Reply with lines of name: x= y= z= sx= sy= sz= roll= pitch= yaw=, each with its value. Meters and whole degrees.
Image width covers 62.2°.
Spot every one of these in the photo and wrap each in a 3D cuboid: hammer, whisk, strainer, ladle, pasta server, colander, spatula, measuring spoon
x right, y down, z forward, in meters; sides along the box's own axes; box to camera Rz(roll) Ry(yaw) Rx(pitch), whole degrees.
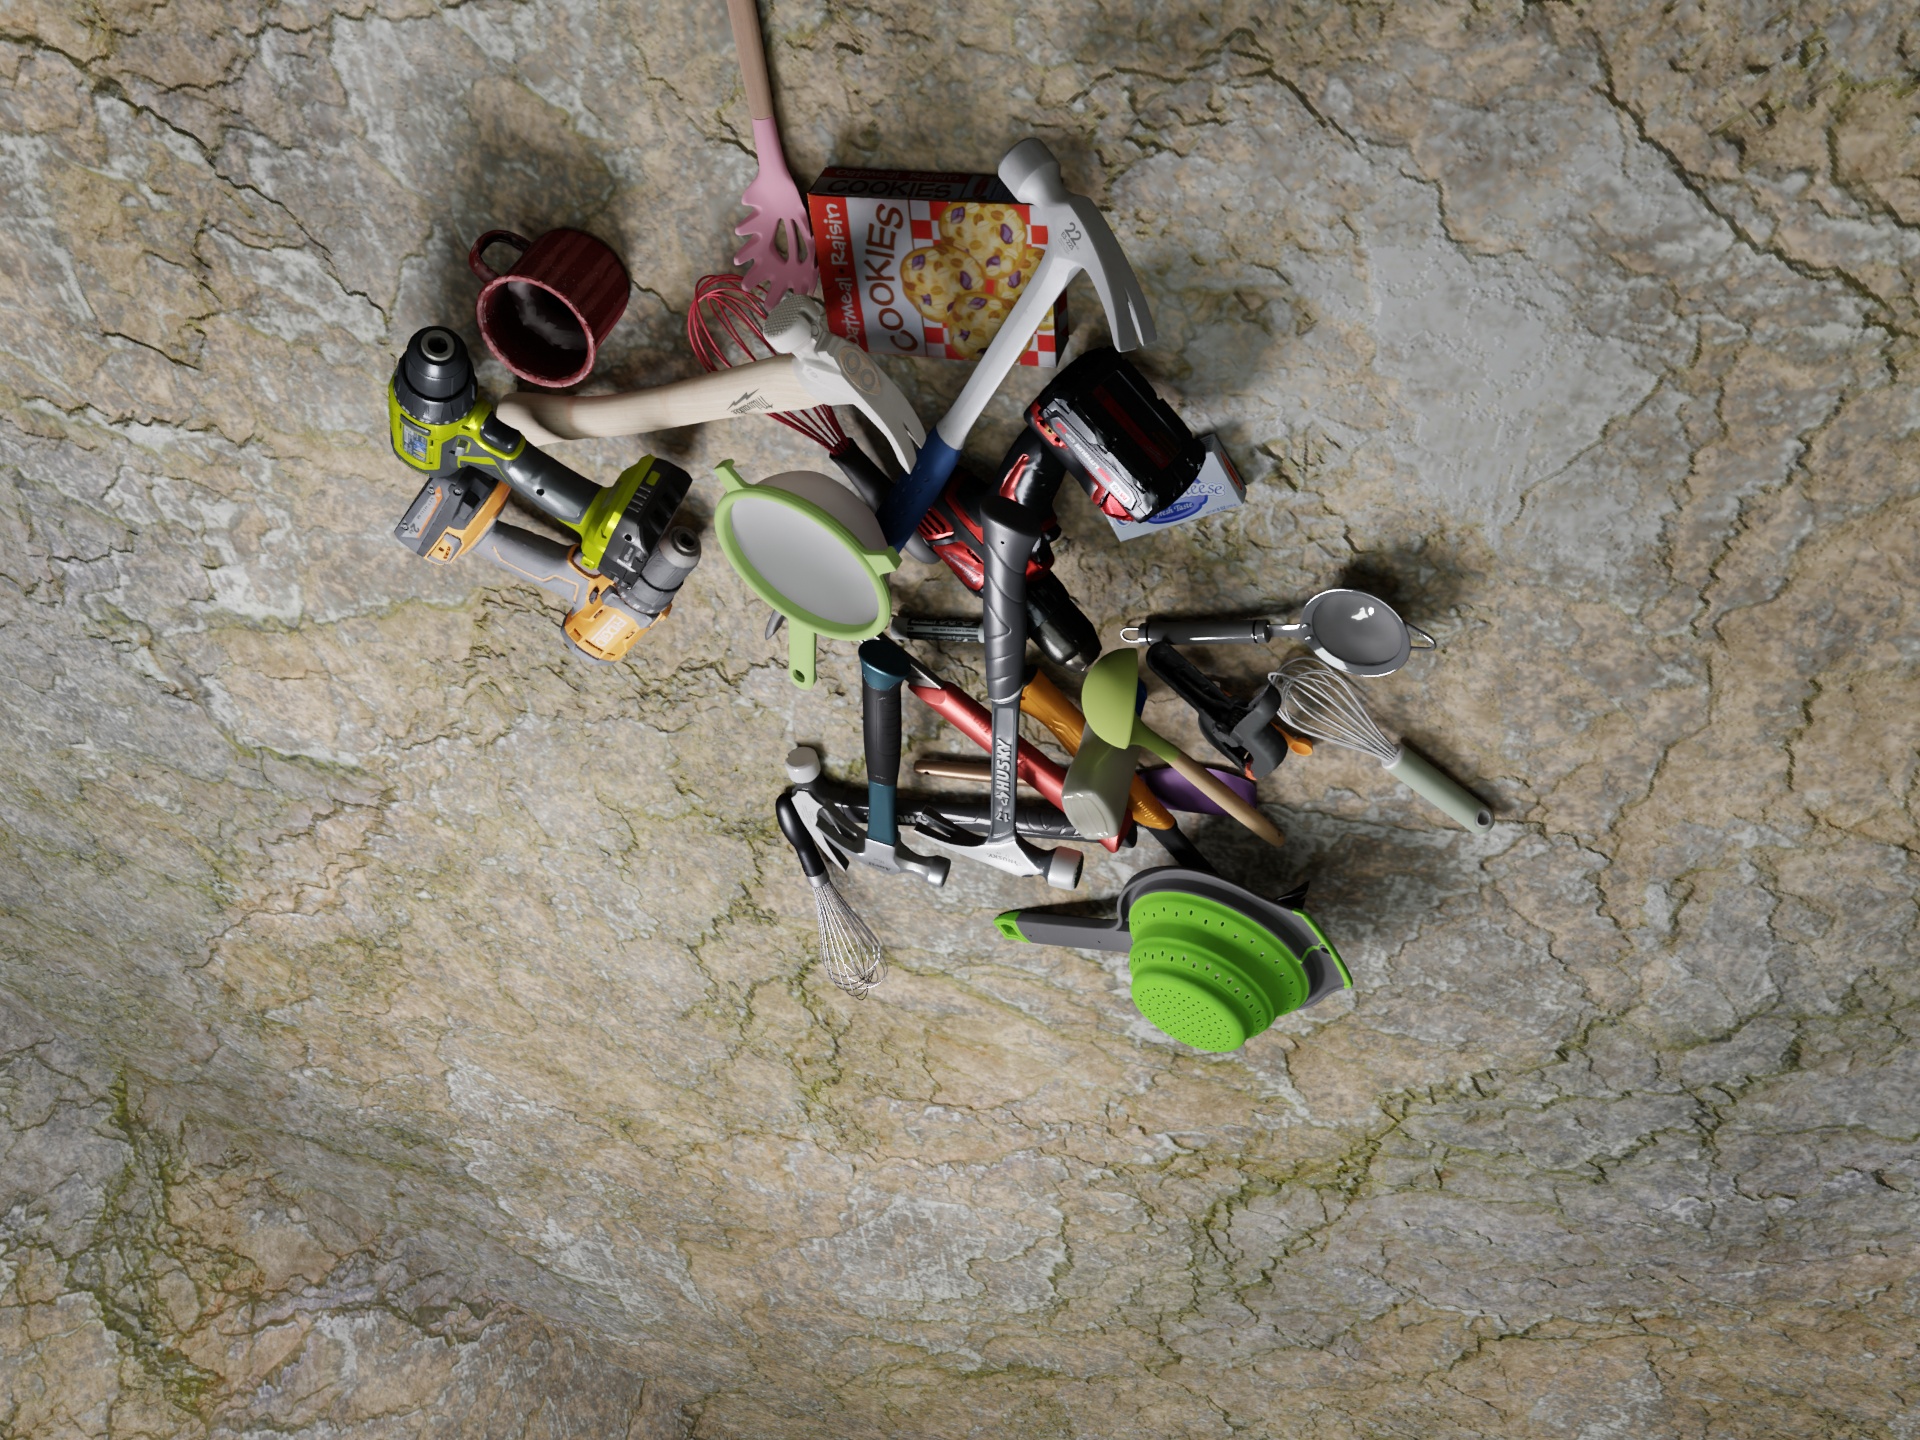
hammer: x=-0.067 y=0.042 z=1.408 sx=0.128 sy=0.033 sz=0.330 roll=16 pitch=145 yaw=9
whisk: x=-0.103 y=-0.220 z=1.206 sx=0.073 sy=0.073 sz=0.295 roll=-16 pitch=132 yaw=35
whisk: x=0.347 y=0.025 z=1.298 sx=0.246 sy=0.058 sz=0.059 roll=33 pitch=172 yaw=-18
hammer: x=0.163 y=0.071 z=1.394 sx=0.127 sy=0.034 sz=0.336 roll=-24 pitch=119 yaw=43
strainer: x=0.243 y=-0.072 z=1.236 sx=0.258 sy=0.050 sz=0.086 roll=0 pitch=132 yaw=30
hammer: x=-0.002 y=-0.004 z=1.360 sx=0.359 sy=0.037 sz=0.149 roll=38 pitch=147 yaw=-8
ladle: x=0.199 y=0.037 z=1.316 sx=0.062 sy=0.078 sz=0.319 roll=-16 pitch=144 yaw=35
pasta server: x=-0.136 y=-0.414 z=1.027 sx=0.060 sy=0.040 sz=0.315 roll=9 pitch=136 yaw=16
hammer: x=0.031 y=-0.012 z=1.256 sx=0.149 sy=0.036 sz=0.408 roll=14 pitch=139 yaw=14
colander: x=0.163 y=0.232 z=1.482 sx=0.397 sy=0.094 sz=0.204 roll=-3 pitch=134 yaw=46
spatula: x=0.109 y=0.054 z=1.439 sx=0.316 sy=0.018 sz=0.059 roll=4 pitch=135 yaw=16
strainer: x=-0.106 y=-0.109 z=1.218 sx=0.151 sy=0.069 sz=0.256 roll=29 pitch=153 yaw=9
hammer: x=-0.001 y=-0.200 z=1.106 sx=0.144 sy=0.035 sz=0.405 roll=56 pitch=143 yaw=13
measuring spoon: x=0.246 y=-0.005 z=1.329 sx=0.117 sy=0.011 sz=0.021 roll=32 pitch=153 yaw=-7
whisk: x=-0.138 y=0.185 z=1.650 sx=0.070 sy=0.070 sz=0.284 roll=-1 pitch=129 yaw=23
hammer: x=-0.208 y=-0.227 z=1.179 sx=0.411 sy=0.038 sz=0.146 roll=3 pitch=151 yaw=43
hammer: x=0.003 y=0.095 z=1.514 sx=0.335 sy=0.035 sz=0.146 roll=3 pitch=135 yaw=19

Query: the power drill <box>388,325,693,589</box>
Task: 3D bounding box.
power drill: x=-0.326 y=-0.203 z=1.207 sx=0.228 sy=0.080 sz=0.190 roll=30 pitch=160 yaw=-11

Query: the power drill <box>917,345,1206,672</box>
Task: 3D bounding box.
power drill: x=0.078 y=-0.143 z=1.165 sx=0.188 sy=0.080 sz=0.226 roll=47 pitch=141 yaw=-4

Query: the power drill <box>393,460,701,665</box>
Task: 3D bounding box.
power drill: x=-0.344 y=-0.153 z=1.359 sx=0.226 sy=0.084 sz=0.185 roll=34 pitch=137 yaw=-21
